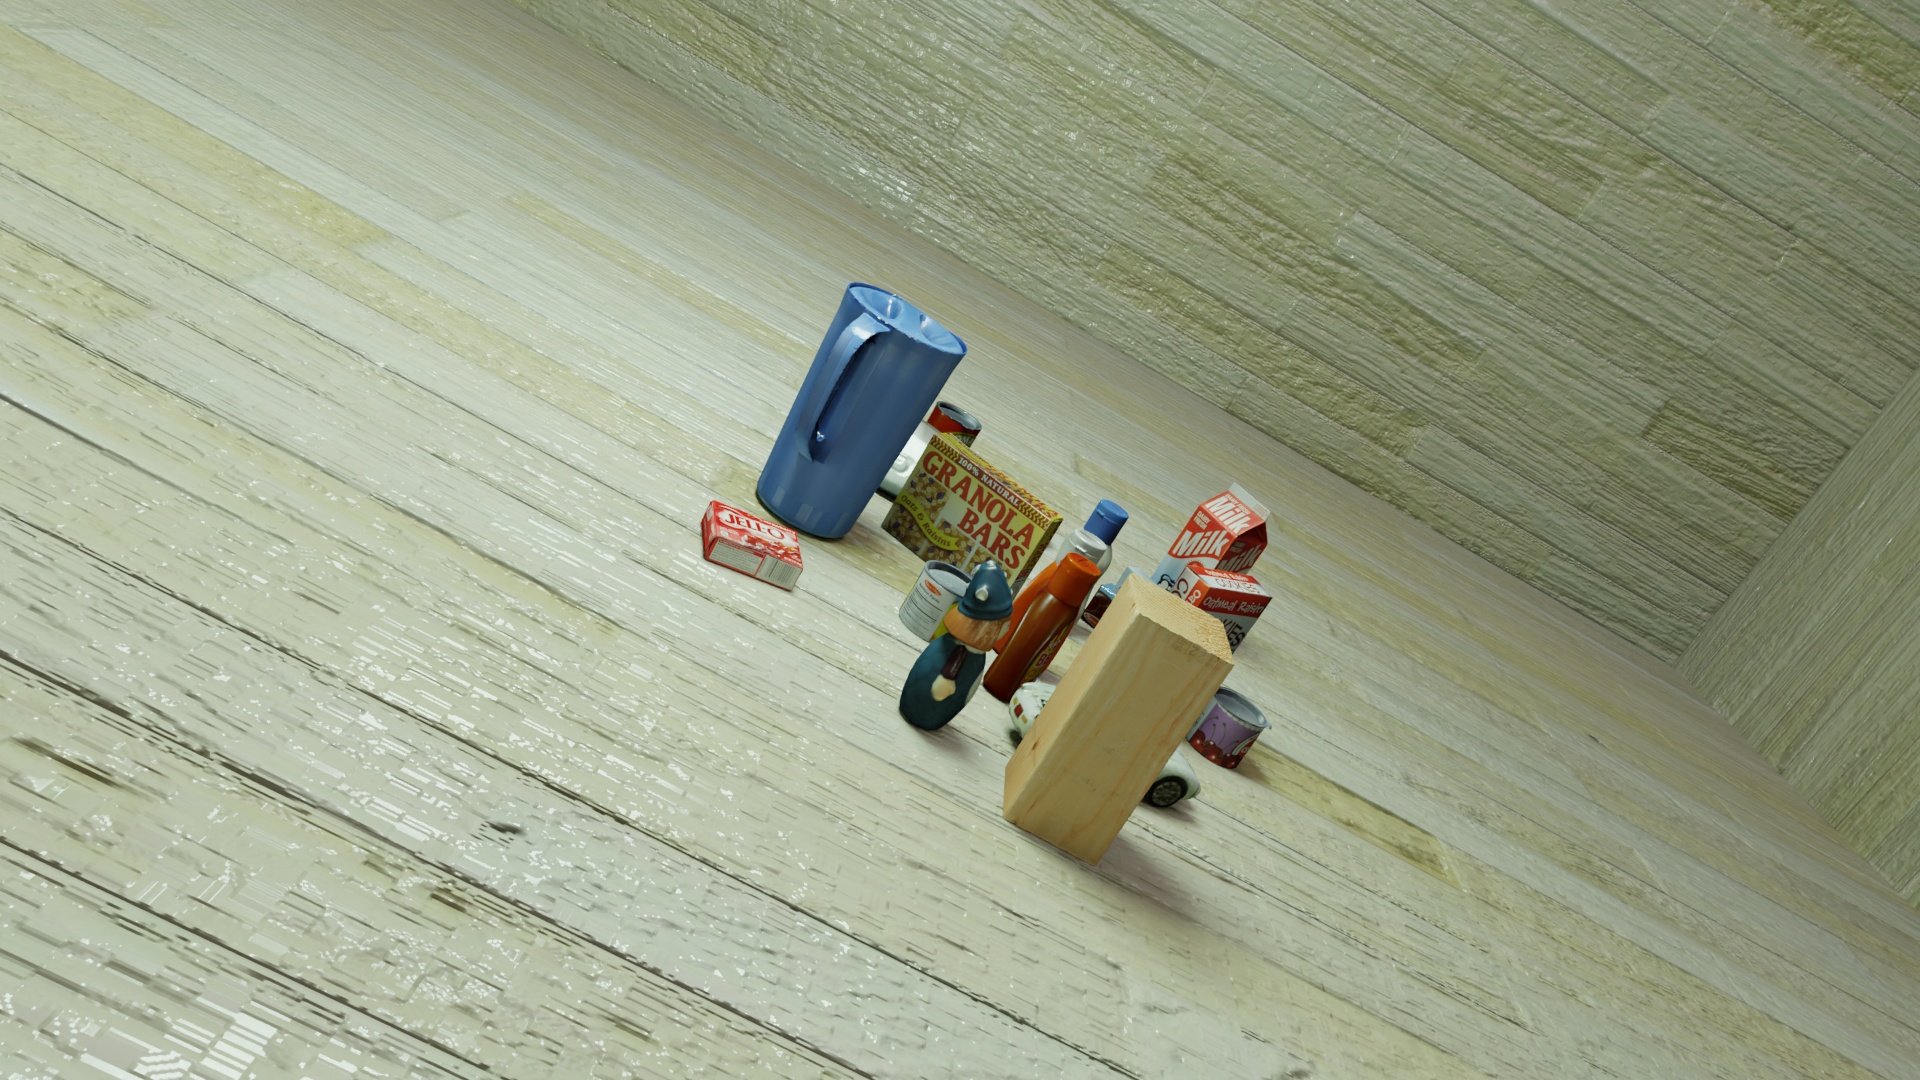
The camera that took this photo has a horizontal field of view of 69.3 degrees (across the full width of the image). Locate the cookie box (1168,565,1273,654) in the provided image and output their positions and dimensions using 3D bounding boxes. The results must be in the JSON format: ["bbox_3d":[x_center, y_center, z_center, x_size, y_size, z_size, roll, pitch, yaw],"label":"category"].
[{"bbox_3d":[0.234,0.107,1.434,0.123,0.167,0.040,10,28,-47],"label":"cookie box"}]

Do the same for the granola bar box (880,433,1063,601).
[{"bbox_3d":[0.012,-0.019,1.486,0.166,0.123,0.039,38,20,20],"label":"granola bar box"}]

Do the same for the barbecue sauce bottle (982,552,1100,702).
[{"bbox_3d":[0.077,0.080,1.294,0.044,0.148,0.065,36,19,14],"label":"barbecue sauce bottle"}]

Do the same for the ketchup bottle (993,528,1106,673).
[{"bbox_3d":[0.091,0.059,1.369,0.065,0.148,0.043,35,19,13],"label":"ketchup bottle"}]

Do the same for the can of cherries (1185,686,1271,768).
[{"bbox_3d":[0.278,0.196,1.444,0.071,0.058,0.072,27,19,-10],"label":"can of cherries"}]

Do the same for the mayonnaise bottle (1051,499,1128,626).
[{"bbox_3d":[0.131,0.025,1.517,0.041,0.147,0.065,10,27,-47],"label":"mayonnaise bottle"}]

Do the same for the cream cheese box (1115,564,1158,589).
[{"bbox_3d":[0.224,0.081,1.662,0.024,0.053,0.104,12,26,-45],"label":"cream cheese box"}]

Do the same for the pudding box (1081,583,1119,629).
[{"bbox_3d":[0.185,0.092,1.581,0.084,0.049,0.030,38,20,21],"label":"pudding box"}]

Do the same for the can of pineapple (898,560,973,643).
[{"bbox_3d":[-0.017,0.061,1.341,0.071,0.057,0.071,27,19,-10],"label":"can of pineapple"}]

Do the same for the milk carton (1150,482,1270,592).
[{"bbox_3d":[0.310,0.023,1.723,0.073,0.190,0.072,12,26,-45],"label":"milk carton"}]

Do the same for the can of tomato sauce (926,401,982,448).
[{"bbox_3d":[-0.020,-0.124,1.767,0.071,0.082,0.071,27,19,-10],"label":"can of tomato sauce"}]
